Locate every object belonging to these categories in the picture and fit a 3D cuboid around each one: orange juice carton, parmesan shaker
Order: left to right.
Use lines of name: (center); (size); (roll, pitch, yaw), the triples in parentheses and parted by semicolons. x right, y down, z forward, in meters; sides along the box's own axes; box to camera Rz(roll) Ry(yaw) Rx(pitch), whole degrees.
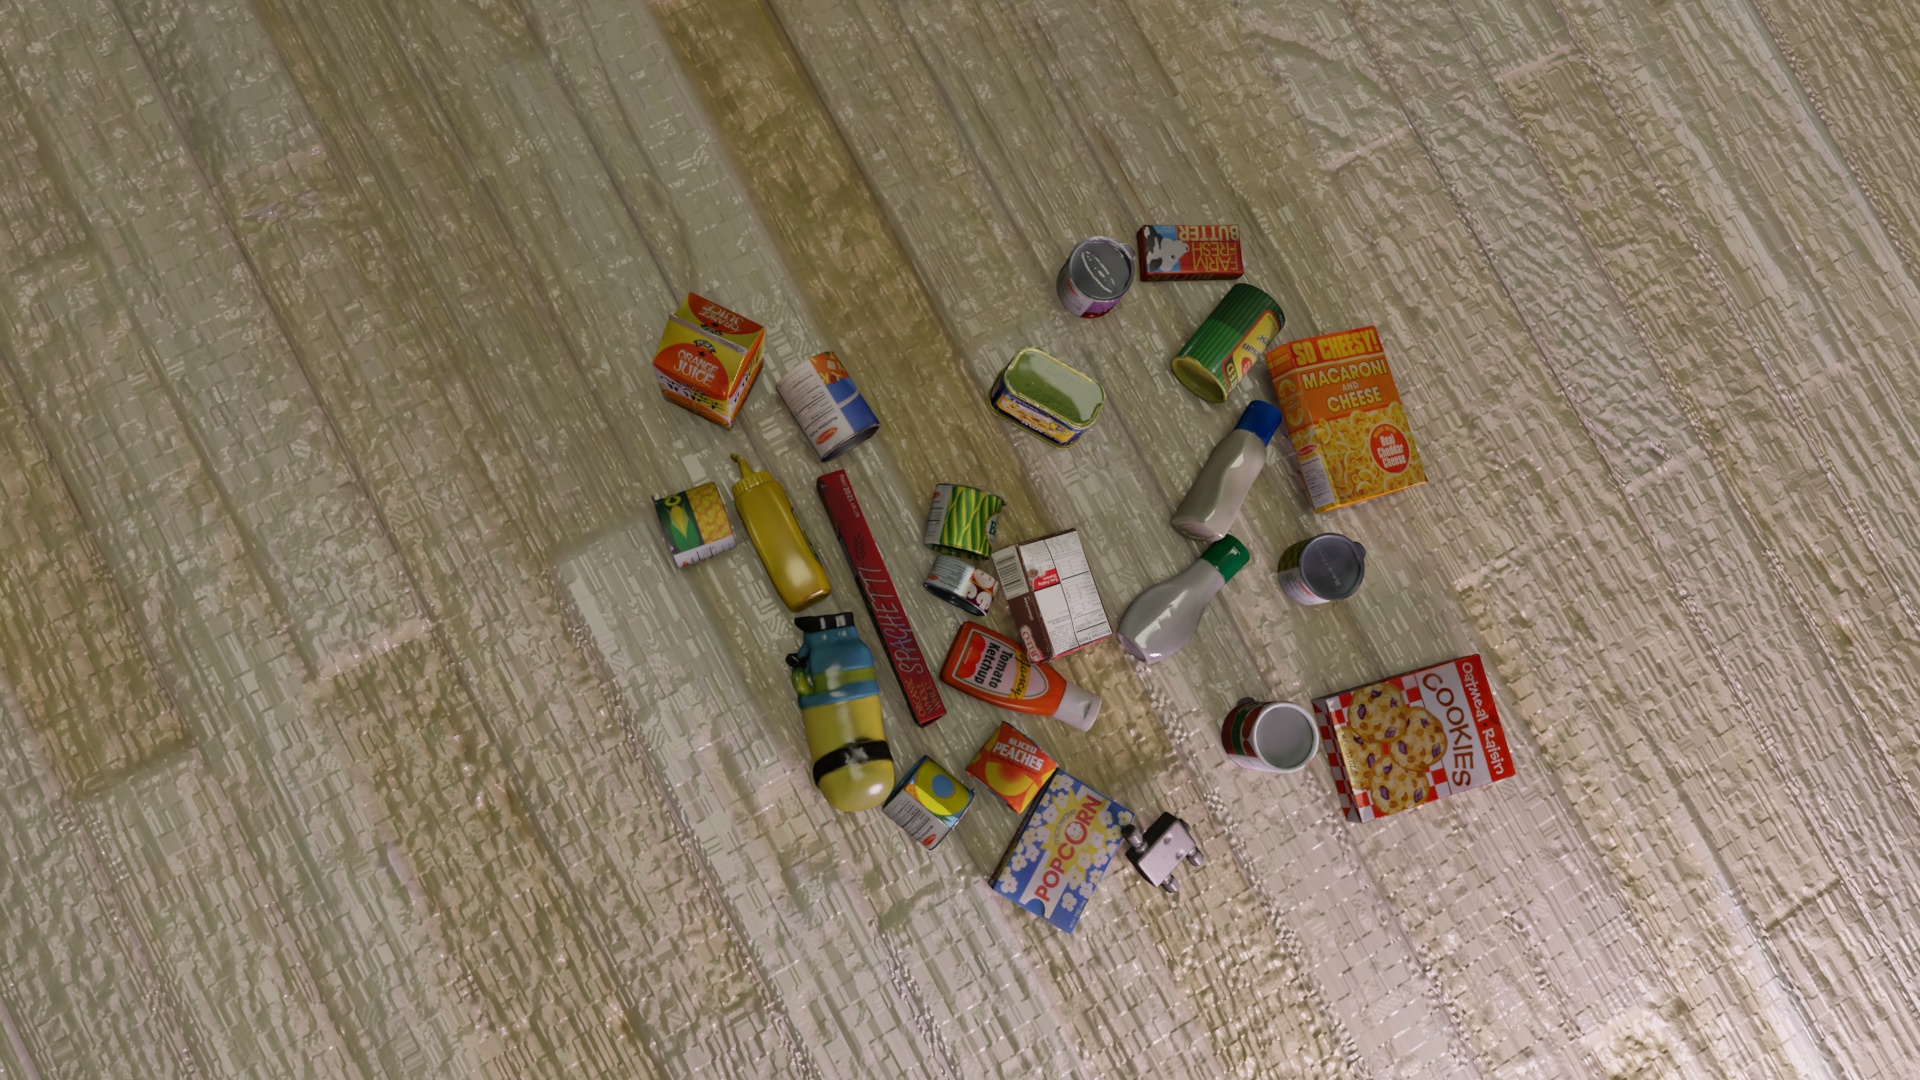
orange juice carton: (-0.221, -0.160, 1.227); (0.072, 0.192, 0.073); (26, 80, -5)
parmesan shaker: (0.263, -0.196, 1.364); (0.071, 0.071, 0.103); (40, 79, -1)

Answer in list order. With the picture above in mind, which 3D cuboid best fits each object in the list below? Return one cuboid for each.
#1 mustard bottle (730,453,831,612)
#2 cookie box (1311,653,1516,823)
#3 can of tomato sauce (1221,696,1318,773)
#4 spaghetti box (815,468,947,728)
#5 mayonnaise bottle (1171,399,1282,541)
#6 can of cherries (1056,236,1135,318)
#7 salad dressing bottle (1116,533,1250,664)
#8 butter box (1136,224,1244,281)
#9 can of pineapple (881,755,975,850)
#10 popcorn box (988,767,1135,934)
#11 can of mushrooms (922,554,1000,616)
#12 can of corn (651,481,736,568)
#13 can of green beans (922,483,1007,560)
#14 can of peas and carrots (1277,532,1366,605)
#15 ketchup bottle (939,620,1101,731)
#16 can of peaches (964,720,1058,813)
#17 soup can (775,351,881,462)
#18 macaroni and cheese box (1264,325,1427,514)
mustard bottle: (-0.172, -0.013, 1.279); (0.049, 0.065, 0.160); (-26, 83, -7)
cookie box: (0.441, 0.191, 1.350); (0.168, 0.040, 0.123); (-14, 84, -10)
can of tomato sauce: (0.291, 0.182, 1.307); (0.071, 0.083, 0.071); (1, 83, -8)
spaghetti box: (-0.074, 0.054, 1.290); (0.029, 0.050, 0.250); (-23, 86, -9)
mayonnaise bottle: (0.264, -0.068, 1.352); (0.041, 0.064, 0.148); (39, 74, -20)
can of cherries: (0.134, -0.258, 1.361); (0.071, 0.058, 0.071); (1, 81, -7)
salad dressing bottle: (0.216, 0.054, 1.336); (0.148, 0.044, 0.064); (-42, 88, -13)
butter box: (0.231, -0.289, 1.397); (0.103, 0.024, 0.053); (-2, 82, -9)
can of pineapple: (-0.029, 0.237, 1.263); (0.058, 0.071, 0.071); (40, 79, -1)
popcorn box: (0.093, 0.286, 1.287); (0.085, 0.038, 0.127); (31, 79, -4)
can of mushrooms: (0.002, 0.043, 1.296); (0.071, 0.071, 0.033); (27, 79, -4)
can of corn: (-0.243, -0.017, 1.267); (0.058, 0.071, 0.071); (-20, 85, -11)
can of green beans: (0.002, -0.017, 1.303); (0.071, 0.071, 0.058); (14, 81, -6)
can of peas and carrots: (0.352, 0.027, 1.351); (0.071, 0.058, 0.071); (1, 82, -9)
ketchup bottle: (0.058, 0.132, 1.301); (0.149, 0.043, 0.065); (25, 79, -5)
can of peaches: (0.046, 0.208, 1.274); (0.071, 0.071, 0.058); (40, 80, -1)
soup can: (-0.123, -0.126, 1.303); (0.071, 0.071, 0.084); (-32, 87, -11)
macaroni and cheese box: (0.379, -0.120, 1.370); (0.124, 0.040, 0.166); (-13, 83, -29)
